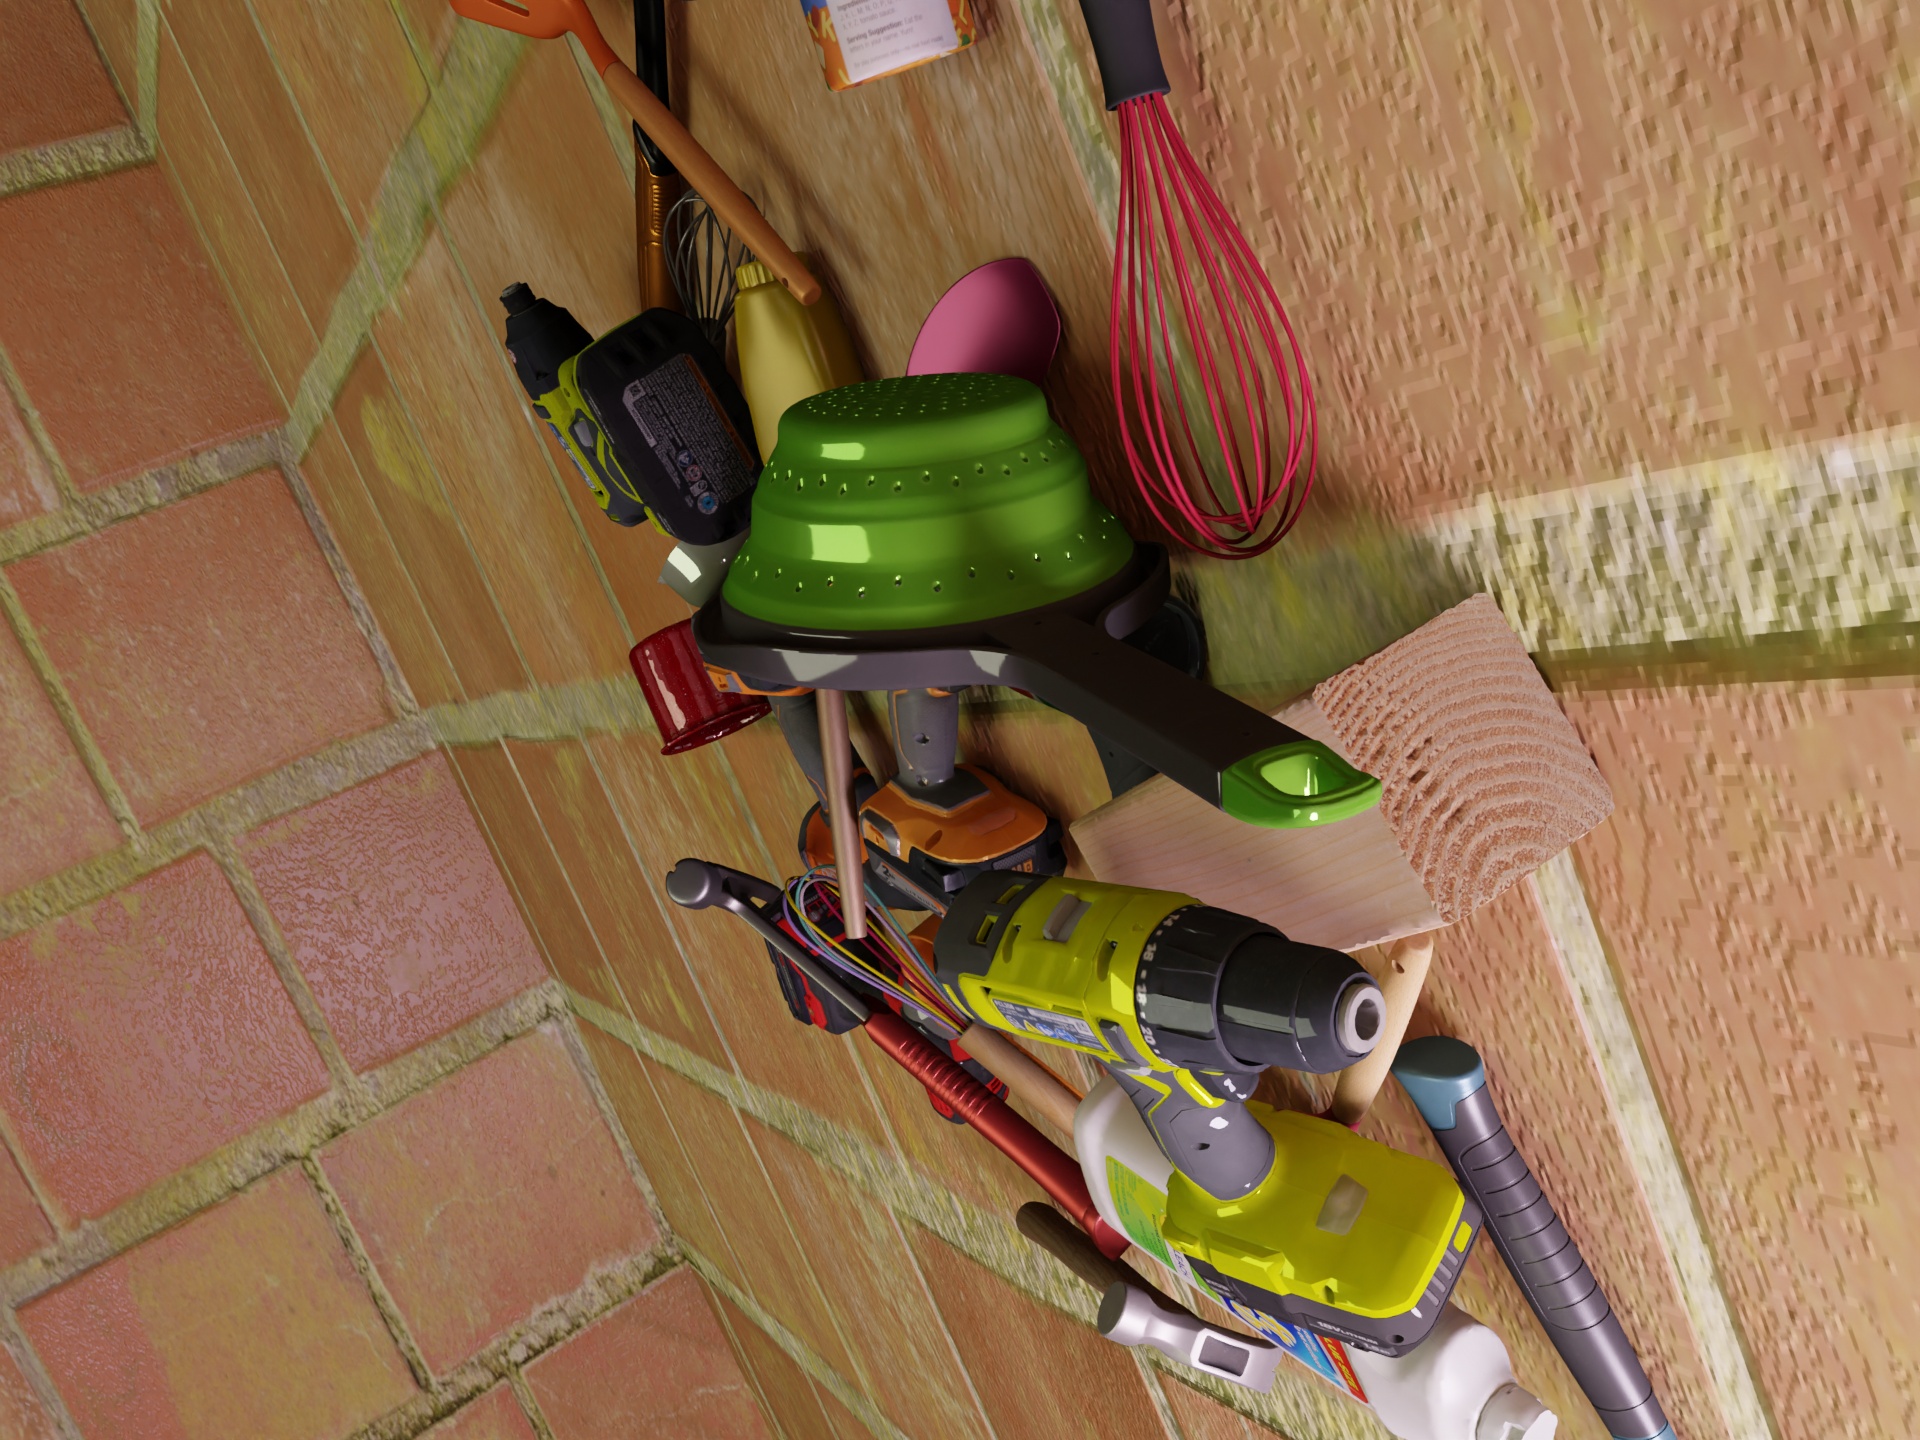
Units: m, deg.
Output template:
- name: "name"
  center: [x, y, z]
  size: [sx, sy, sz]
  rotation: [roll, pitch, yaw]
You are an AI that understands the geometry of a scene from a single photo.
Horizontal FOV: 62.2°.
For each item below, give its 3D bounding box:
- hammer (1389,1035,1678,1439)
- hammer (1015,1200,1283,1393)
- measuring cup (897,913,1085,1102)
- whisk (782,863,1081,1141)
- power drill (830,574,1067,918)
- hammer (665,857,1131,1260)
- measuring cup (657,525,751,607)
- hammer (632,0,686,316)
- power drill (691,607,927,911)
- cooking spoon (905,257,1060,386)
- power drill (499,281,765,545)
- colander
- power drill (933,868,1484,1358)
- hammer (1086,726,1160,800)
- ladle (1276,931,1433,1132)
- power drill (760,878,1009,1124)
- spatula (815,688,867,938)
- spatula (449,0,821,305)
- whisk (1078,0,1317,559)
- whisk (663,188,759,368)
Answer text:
- name: "hammer"
  center: [0.277, 0.282, 0.665]
  size: [0.331, 0.033, 0.128]
  rotation: [61, 154, 4]
- name: "hammer"
  center: [0.100, 0.355, 1.011]
  size: [0.130, 0.031, 0.331]
  rotation: [26, 170, -11]
- name: "measuring cup"
  center: [0.039, 0.183, 1.007]
  size: [0.174, 0.052, 0.095]
  rotation: [38, 147, 19]
- name: "whisk"
  center: [-0.011, 0.173, 0.974]
  size: [0.245, 0.051, 0.047]
  rotation: [39, 172, 7]
- name: "power drill"
  center: [-0.001, -0.003, 0.864]
  size: [0.185, 0.084, 0.226]
  rotation: [24, 130, 53]
- name: "hammer"
  center: [-0.031, 0.207, 1.006]
  size: [0.359, 0.037, 0.149]
  rotation: [36, 178, 21]
- name: "measuring cup"
  center: [-0.162, -0.099, 1.103]
  size: [0.038, 0.083, 0.167]
  rotation: [44, 169, 6]
- name: "hammer"
  center: [-0.184, -0.325, 0.942]
  size: [0.127, 0.034, 0.336]
  rotation: [49, 152, 26]
- name: "power drill"
  center: [-0.077, 0.023, 1.032]
  size: [0.164, 0.084, 0.226]
  rotation: [15, 132, 57]
- name: "cooking spoon"
  center: [-0.047, -0.124, 0.810]
  size: [0.319, 0.017, 0.069]
  rotation: [-37, 76, 48]
- name: "power drill"
  center: [-0.211, -0.194, 0.992]
  size: [0.223, 0.080, 0.171]
  rotation: [25, 149, 57]
- name: "colander"
  center: [0.019, -0.066, 0.597]
  size: [0.397, 0.204, 0.094]
  rotation: [35, 136, 58]
- name: "power drill"
  center: [0.113, 0.151, 0.625]
  size: [0.191, 0.080, 0.228]
  rotation: [2, 137, 49]
- name: "hammer"
  center: [0.116, 0.167, 0.856]
  size: [0.149, 0.036, 0.408]
  rotation: [29, 139, 48]
- name: "ladle"
  center: [0.171, 0.160, 0.694]
  size: [0.069, 0.031, 0.315]
  rotation: [44, 160, 26]
- name: "power drill"
  center: [-0.054, 0.191, 1.159]
  size: [0.220, 0.078, 0.143]
  rotation: [21, 133, 51]
- name: "spatula"
  center: [-0.078, -0.027, 0.939]
  size: [0.060, 0.018, 0.316]
  rotation: [-156, 60, -82]
- name: "spatula"
  center: [-0.179, -0.326, 0.846]
  size: [0.323, 0.041, 0.081]
  rotation: [50, 152, 18]
- name: "whisk"
  center: [0.068, -0.200, 0.563]
  size: [0.073, 0.073, 0.295]
  rotation: [6, 115, 61]
- name: "whisk"
  center: [-0.150, -0.234, 0.960]
  size: [0.055, 0.055, 0.238]
  rotation: [55, 159, 15]
